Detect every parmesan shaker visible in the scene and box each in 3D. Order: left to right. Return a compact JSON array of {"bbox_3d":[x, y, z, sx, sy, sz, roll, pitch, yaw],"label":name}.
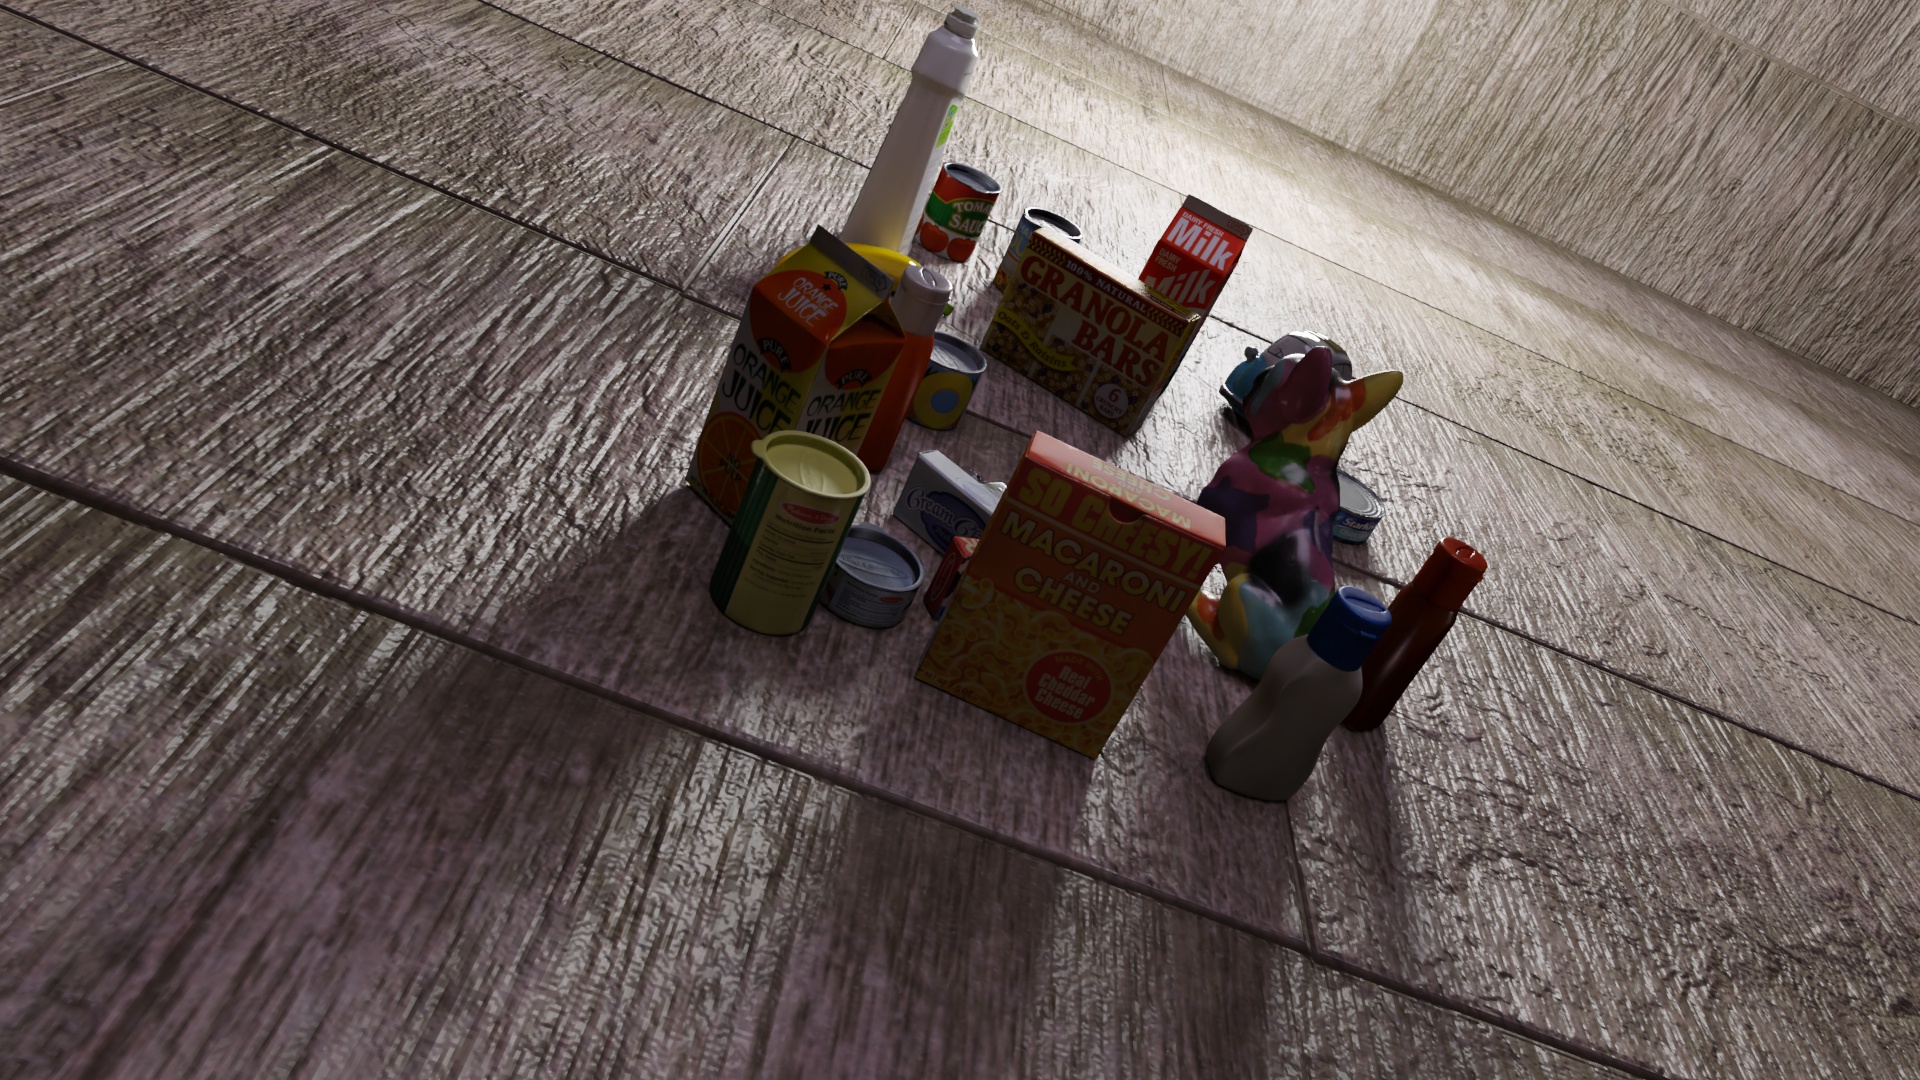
[{"bbox_3d":[-0.104,-0.005,0.813,0.071,0.102,0.071,20,30,-12],"label":"parmesan shaker"}]

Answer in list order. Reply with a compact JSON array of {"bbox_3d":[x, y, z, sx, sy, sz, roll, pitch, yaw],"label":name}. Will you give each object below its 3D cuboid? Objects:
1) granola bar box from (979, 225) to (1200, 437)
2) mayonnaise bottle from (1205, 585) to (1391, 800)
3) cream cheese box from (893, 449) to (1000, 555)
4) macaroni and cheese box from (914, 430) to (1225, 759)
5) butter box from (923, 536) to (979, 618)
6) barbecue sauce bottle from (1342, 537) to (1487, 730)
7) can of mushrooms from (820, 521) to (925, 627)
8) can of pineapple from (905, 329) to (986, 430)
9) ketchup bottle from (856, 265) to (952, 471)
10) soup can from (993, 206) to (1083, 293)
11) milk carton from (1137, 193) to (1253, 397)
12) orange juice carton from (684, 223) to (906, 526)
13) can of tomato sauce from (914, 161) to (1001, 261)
[{"bbox_3d":[0.114,-0.189,1.257,0.166,0.123,0.039,33,30,12],"label":"granola bar box"},{"bbox_3d":[0.211,0.095,0.853,0.065,0.147,0.041,16,30,-17],"label":"mayonnaise bottle"},{"bbox_3d":[0.003,-0.012,0.959,0.104,0.053,0.024,39,32,22],"label":"cream cheese box"},{"bbox_3d":[0.062,0.036,0.814,0.124,0.165,0.040,25,29,-3],"label":"macaroni and cheese box"},{"bbox_3d":[0.032,0.029,0.916,0.103,0.053,0.024,7,35,-31],"label":"butter box"},{"bbox_3d":[0.316,0.066,0.981,0.044,0.147,0.065,41,32,25],"label":"barbecue sauce bottle"},{"bbox_3d":[-0.059,0.021,0.877,0.071,0.033,0.071,19,30,-12],"label":"can of mushrooms"},{"bbox_3d":[-0.022,-0.131,1.125,0.071,0.057,0.071,20,30,-12],"label":"can of pineapple"},{"bbox_3d":[-0.049,-0.125,1.002,0.043,0.148,0.065,12,32,-24],"label":"ketchup bottle"},{"bbox_3d":[0.077,-0.293,1.435,0.071,0.083,0.072,20,30,-12],"label":"soup can"},{"bbox_3d":[0.203,-0.230,1.325,0.072,0.189,0.074,30,29,8],"label":"milk carton"},{"bbox_3d":[-0.099,-0.098,0.875,0.072,0.191,0.073,42,33,26],"label":"orange juice carton"},{"bbox_3d":[-0.003,-0.342,1.453,0.071,0.082,0.071,20,30,-12],"label":"can of tomato sauce"}]
